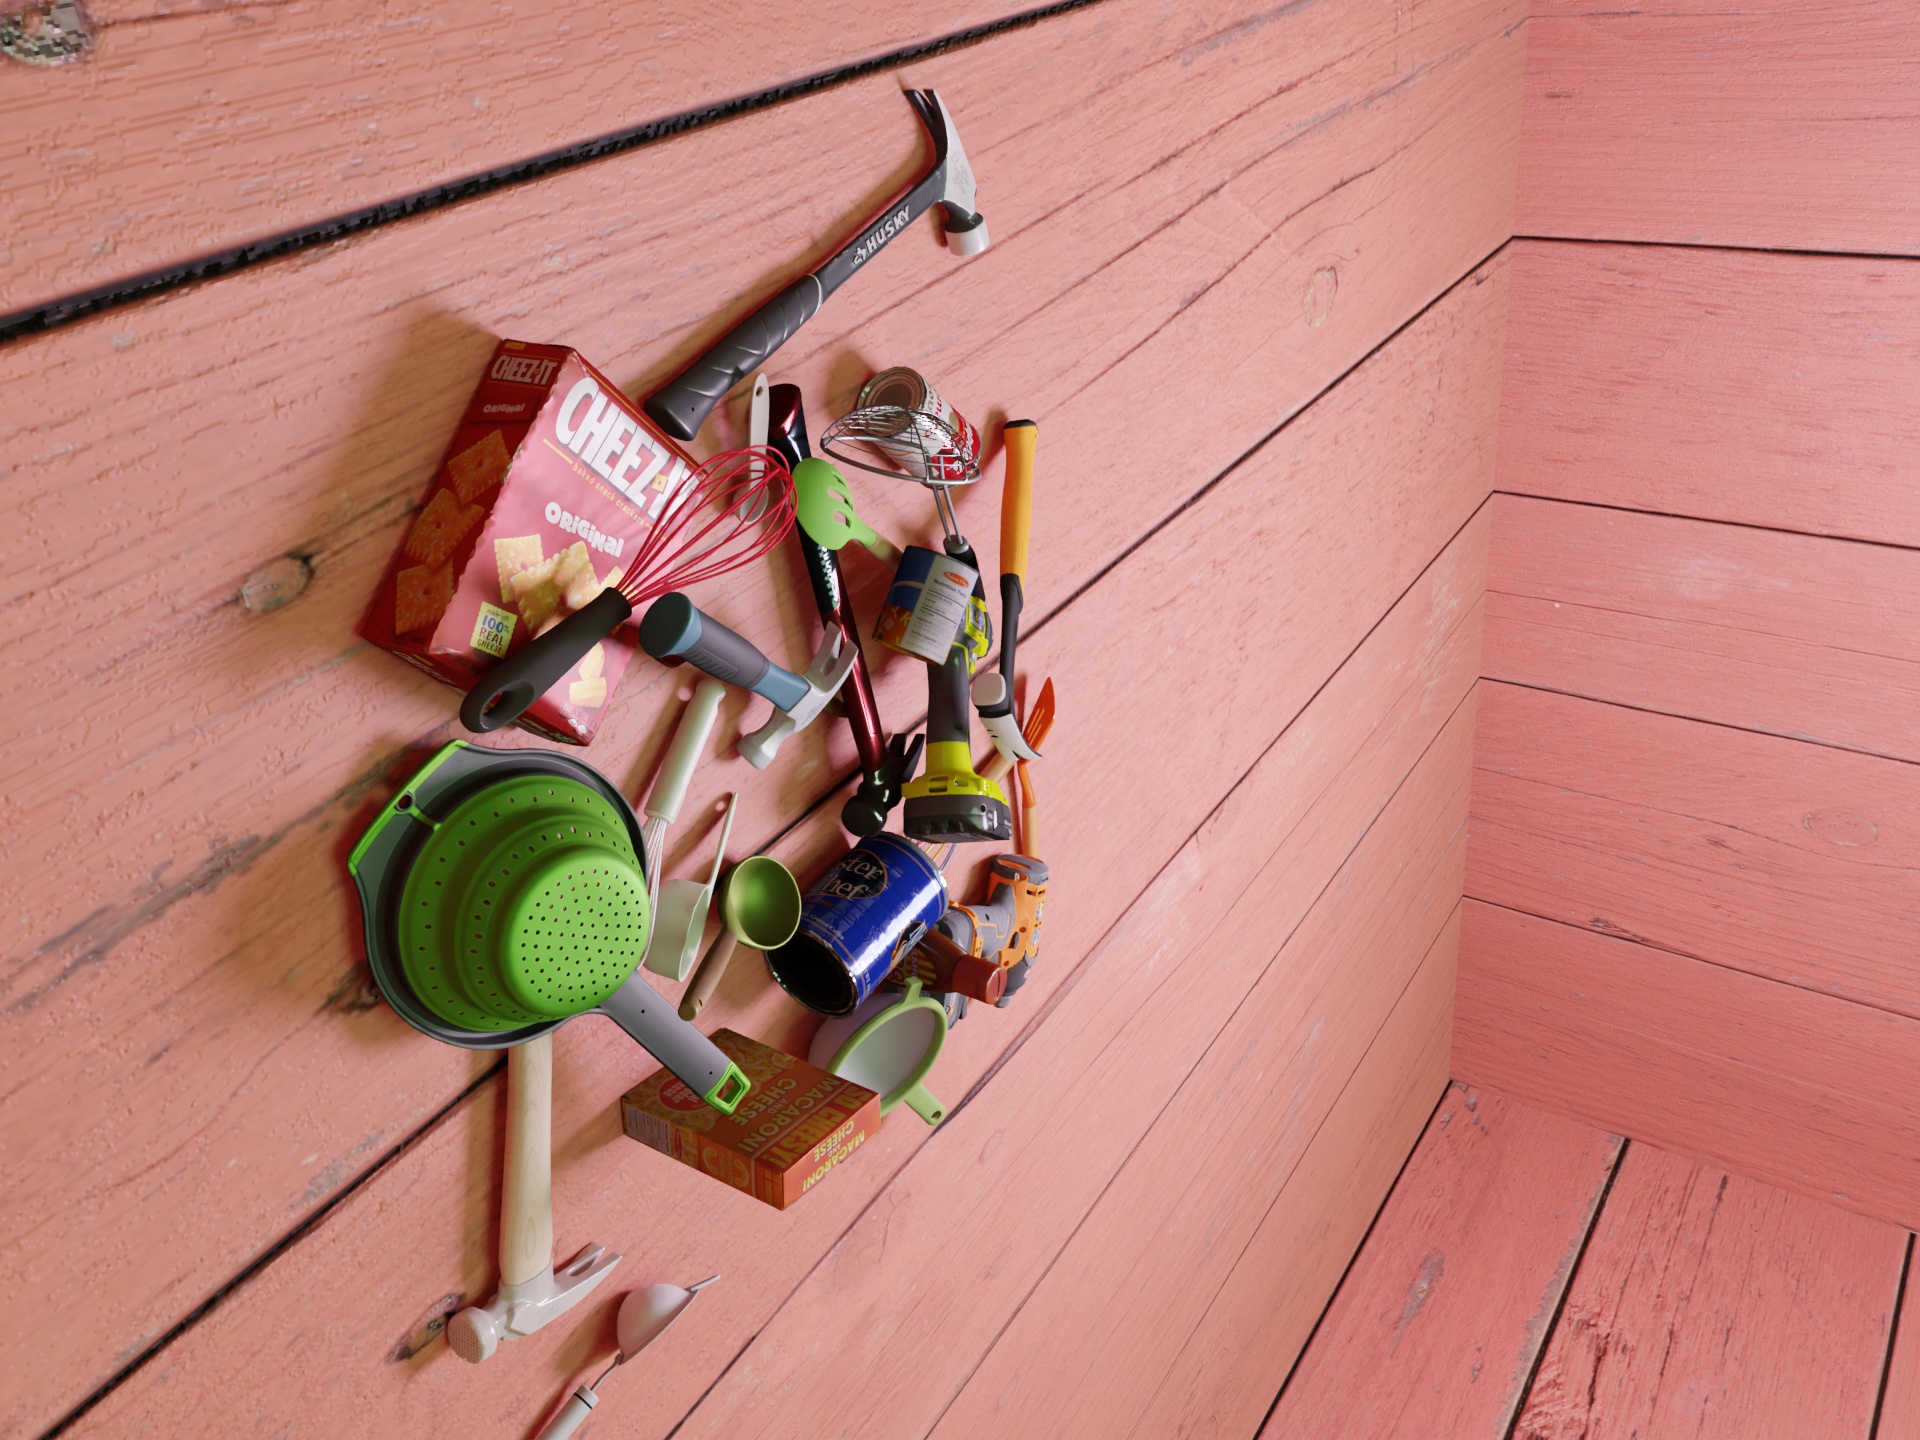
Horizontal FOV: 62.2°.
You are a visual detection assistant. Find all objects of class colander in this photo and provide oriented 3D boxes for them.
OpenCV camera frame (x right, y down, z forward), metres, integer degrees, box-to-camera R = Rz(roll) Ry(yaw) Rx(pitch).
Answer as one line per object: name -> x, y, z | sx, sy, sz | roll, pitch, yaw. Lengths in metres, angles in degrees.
colander -> -0.235, 0.177, 1.085 | 0.204, 0.095, 0.396 | -54, 134, -21

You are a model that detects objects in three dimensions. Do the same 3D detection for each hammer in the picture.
hammer -> -0.105, -0.343, 1.227 | 0.409, 0.036, 0.149 | -51, 140, -34
hammer -> -0.098, -0.098, 1.319 | 0.143, 0.038, 0.386 | -64, 147, -53
hammer -> -0.304, 0.251, 1.146 | 0.146, 0.038, 0.410 | -20, 118, -55
hammer -> -0.153, -0.036, 1.132 | 0.128, 0.033, 0.331 | -46, 167, 1
hammer -> 0.050, -0.130, 1.446 | 0.127, 0.034, 0.337 | 59, 30, -57

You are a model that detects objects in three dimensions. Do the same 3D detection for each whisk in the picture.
whisk -> -0.204, -0.086, 1.016 | 0.296, 0.073, 0.073 | -46, 138, -33
whisk -> -0.004, 0.095, 1.566 | 0.245, 0.051, 0.047 | -50, 161, -42
whisk -> -0.228, 0.080, 1.191 | 0.057, 0.059, 0.246 | 126, -15, -72

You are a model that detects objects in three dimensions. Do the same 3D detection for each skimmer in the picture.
skimmer -> -0.025, -0.156, 1.348 | 0.363, 0.127, 0.090 | 68, 42, -66

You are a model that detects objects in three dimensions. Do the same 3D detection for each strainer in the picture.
strainer -> -0.294, 0.532, 1.270 | 0.258, 0.050, 0.087 | -48, -177, -30
strainer -> -0.074, 0.325, 1.509 | 0.151, 0.069, 0.256 | -45, 147, -10

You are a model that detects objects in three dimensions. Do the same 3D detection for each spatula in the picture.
spatula -> 0.083, 0.109, 1.698 | 0.081, 0.041, 0.322 | -93, 179, -59

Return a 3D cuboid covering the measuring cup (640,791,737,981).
measuring cup -> -0.212, 0.123, 1.245 | 0.083, 0.038, 0.168 | 103, 0, -55

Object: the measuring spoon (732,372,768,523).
measuring spoon -> -0.158, -0.205, 1.191 | 0.034, 0.018, 0.124 | -39, 147, -46

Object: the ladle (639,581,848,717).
ladle -> -0.167, -0.044, 1.253 | 0.315, 0.031, 0.069 | 29, 54, -60

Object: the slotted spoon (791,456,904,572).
slotted spoon -> -0.068, -0.147, 1.317 | 0.313, 0.031, 0.070 | 30, 56, -71

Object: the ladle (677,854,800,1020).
ladle -> -0.165, 0.164, 1.175 | 0.320, 0.062, 0.078 | -94, 162, -83

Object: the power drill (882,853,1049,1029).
power drill -> 0.013, 0.235, 1.605 | 0.226, 0.084, 0.164 | -15, 115, -59

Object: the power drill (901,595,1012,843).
power drill -> -0.002, -0.005, 1.429 | 0.171, 0.080, 0.223 | 31, 57, -73
